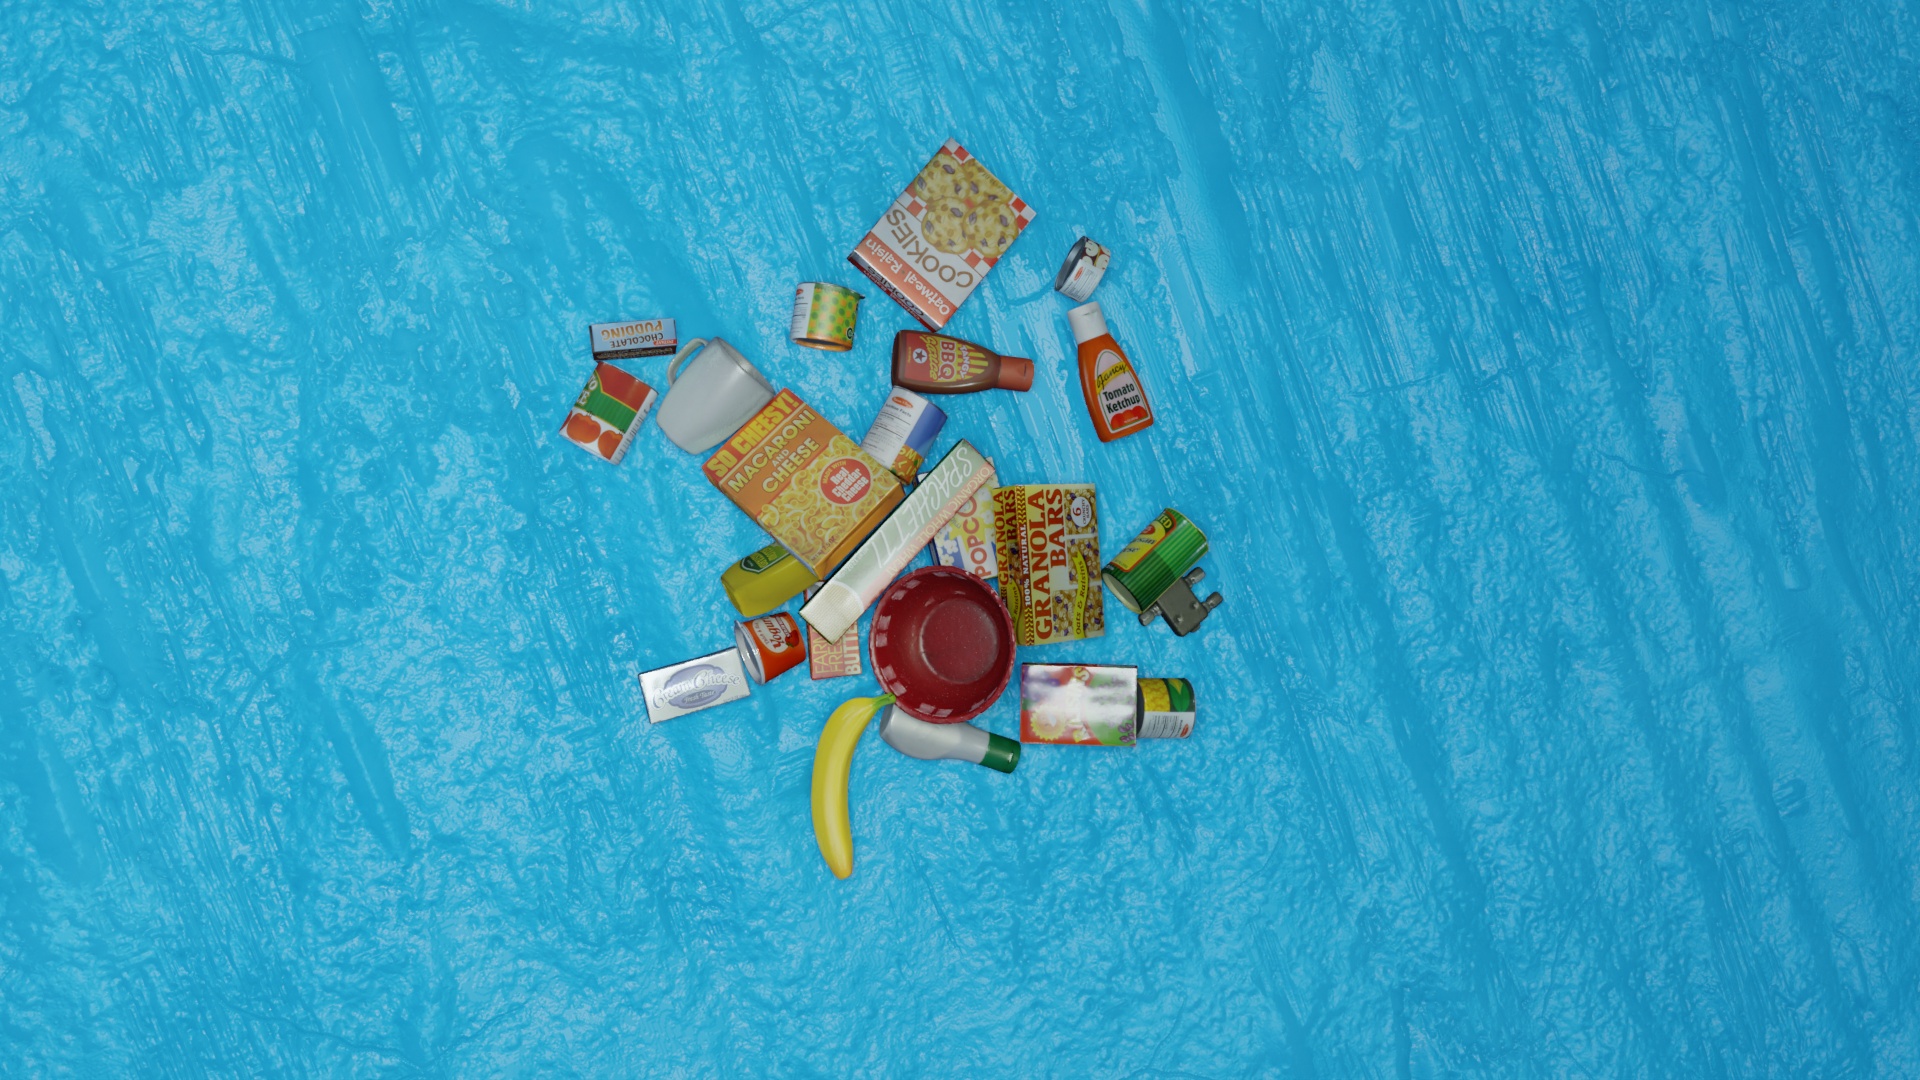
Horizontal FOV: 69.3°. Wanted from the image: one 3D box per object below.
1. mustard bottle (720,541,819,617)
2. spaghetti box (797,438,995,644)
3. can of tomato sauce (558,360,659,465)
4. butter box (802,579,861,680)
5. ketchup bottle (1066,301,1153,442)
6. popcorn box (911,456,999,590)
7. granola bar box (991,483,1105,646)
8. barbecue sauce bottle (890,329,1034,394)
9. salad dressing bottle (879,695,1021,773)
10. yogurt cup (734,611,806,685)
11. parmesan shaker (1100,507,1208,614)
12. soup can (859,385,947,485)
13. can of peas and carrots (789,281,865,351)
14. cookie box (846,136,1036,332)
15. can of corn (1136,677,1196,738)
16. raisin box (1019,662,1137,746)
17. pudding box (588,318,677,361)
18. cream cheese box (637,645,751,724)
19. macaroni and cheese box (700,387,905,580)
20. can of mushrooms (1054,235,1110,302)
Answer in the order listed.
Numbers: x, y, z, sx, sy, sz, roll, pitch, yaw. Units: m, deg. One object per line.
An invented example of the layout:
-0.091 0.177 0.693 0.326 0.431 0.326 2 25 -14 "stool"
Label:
-0.164 0.018 1.415 0.161 0.065 0.048 -31 122 -17 "mustard bottle"
-0.064 -0.001 1.422 0.050 0.028 0.250 44 84 -7 "spaghetti box"
-0.349 -0.126 1.371 0.071 0.071 0.083 29 83 -12 "can of tomato sauce"
-0.133 0.091 1.440 0.053 0.024 0.103 -4 89 -14 "butter box"
0.157 -0.185 1.512 0.065 0.043 0.148 -21 93 -14 "ketchup bottle"
0.005 -0.018 1.471 0.085 0.038 0.126 -15 92 -13 "popcorn box"
0.093 0.024 1.466 0.124 0.039 0.165 -3 89 -43 "granola bar box"
0.002 -0.184 1.473 0.149 0.043 0.065 6 78 -14 "barbecue sauce bottle"
-0.010 0.207 1.458 0.148 0.044 0.064 20 82 -14 "salad dressing bottle"
-0.191 0.106 1.406 0.054 0.072 0.072 -21 94 -22 "yogurt cup"
0.211 0.022 1.504 0.103 0.071 0.071 -42 98 -12 "parmesan shaker"
-0.060 -0.107 1.445 0.071 0.071 0.084 30 83 -11 "soup can"
-0.137 -0.229 1.428 0.071 0.071 0.058 9 87 -14 "can of peas and carrots"
-0.020 -0.323 1.475 0.123 0.040 0.168 40 79 -10 "cookie box"
0.215 0.180 1.505 0.058 0.071 0.071 2 88 -13 "can of corn"
0.126 0.173 1.474 0.123 0.040 0.086 1 88 7 "raisin box"
-0.327 -0.201 1.388 0.084 0.049 0.030 -7 88 -15 "pudding box"
-0.269 0.146 1.404 0.104 0.024 0.053 -16 91 -14 "cream cheese box"
-0.158 -0.058 1.393 0.167 0.040 0.124 40 76 20 "macaroni and cheese box"
0.132 -0.293 1.499 0.033 0.071 0.071 25 83 -12 "can of mushrooms"
